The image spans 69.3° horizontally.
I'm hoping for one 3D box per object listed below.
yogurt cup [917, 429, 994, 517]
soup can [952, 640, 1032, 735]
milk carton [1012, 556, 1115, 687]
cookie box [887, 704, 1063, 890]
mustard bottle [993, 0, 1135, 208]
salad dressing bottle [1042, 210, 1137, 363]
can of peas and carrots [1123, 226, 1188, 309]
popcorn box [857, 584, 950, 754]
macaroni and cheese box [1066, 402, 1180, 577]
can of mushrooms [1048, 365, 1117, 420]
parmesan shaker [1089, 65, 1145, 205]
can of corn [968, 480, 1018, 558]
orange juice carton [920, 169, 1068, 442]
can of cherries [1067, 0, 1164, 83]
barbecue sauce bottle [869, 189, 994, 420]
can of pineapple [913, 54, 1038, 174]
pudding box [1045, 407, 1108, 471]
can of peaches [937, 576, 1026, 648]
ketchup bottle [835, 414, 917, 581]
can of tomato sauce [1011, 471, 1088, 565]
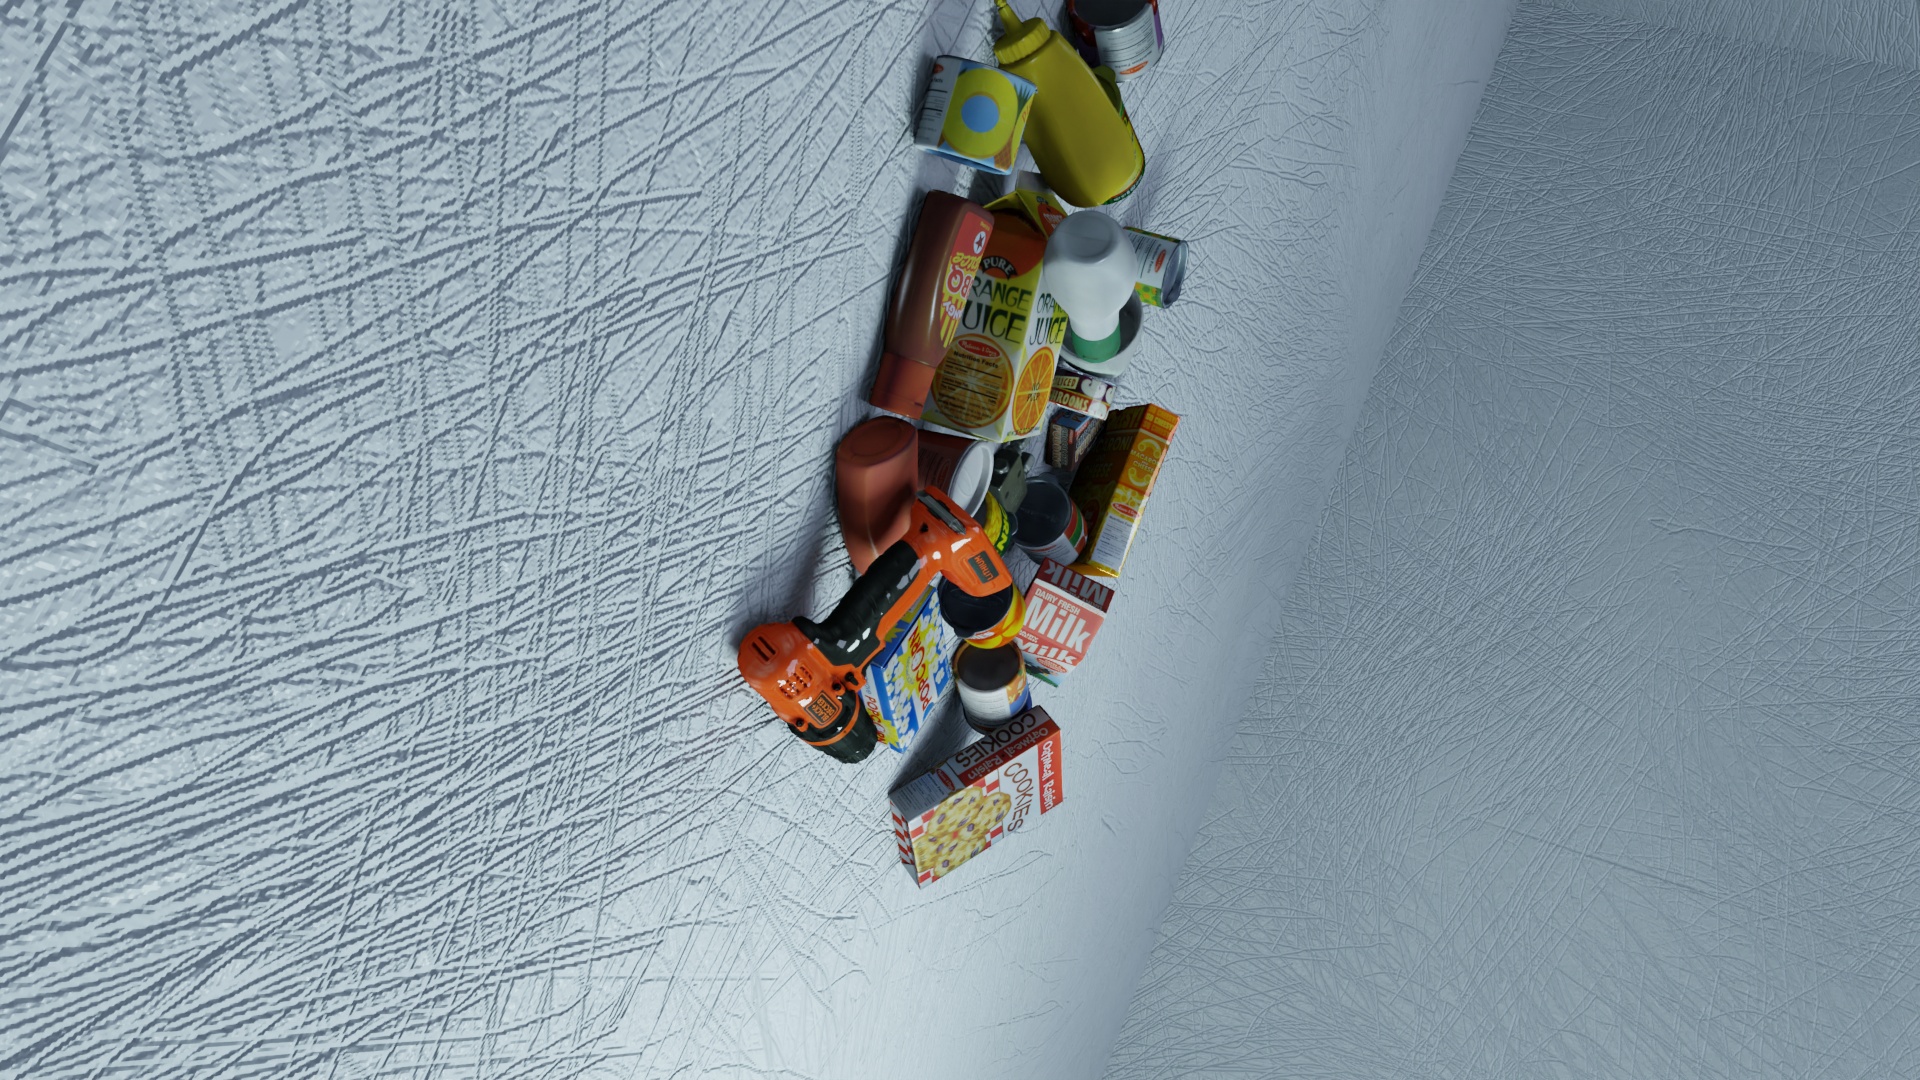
[{"bbox_3d":[-0.014,-0.050,1.033,0.073,0.054,0.072,-50,151,-41],"label":"yogurt cup"},{"bbox_3d":[0.030,0.132,1.287,0.071,0.071,0.083,-59,156,-28],"label":"soup can"},{"bbox_3d":[0.088,0.074,1.287,0.073,0.072,0.190,-63,177,-17],"label":"milk carton"},{"bbox_3d":[0.018,0.237,1.288,0.168,0.040,0.122,-28,141,-20],"label":"cookie box"},{"bbox_3d":[0.064,-0.309,0.962,0.065,0.049,0.159,-47,123,-19],"label":"mustard bottle"},{"bbox_3d":[0.093,-0.174,0.981,0.147,0.064,0.044,70,33,-68],"label":"salad dressing bottle"},{"bbox_3d":[0.177,-0.257,1.315,0.071,0.059,0.070,-52,153,-40],"label":"can of peas and carrots"},{"bbox_3d":[-0.048,0.099,1.103,0.085,0.038,0.126,-57,155,-33],"label":"popcorn box"},{"bbox_3d":[0.145,-0.049,1.359,0.166,0.040,0.123,-68,-164,-7],"label":"macaroni and cheese box"},{"bbox_3d":[0.102,-0.132,1.231,0.071,0.071,0.033,6,104,-68],"label":"can of mushrooms"},{"bbox_3d":[0.104,-0.312,1.074,0.071,0.071,0.103,-69,159,-4],"label":"parmesan shaker"},{"bbox_3d":[0.004,-0.014,1.088,0.071,0.071,0.058,-67,158,-9],"label":"can of corn"},{"bbox_3d":[0.035,-0.174,1.019,0.072,0.073,0.192,-18,124,-62],"label":"orange juice carton"},{"bbox_3d":[0.116,-0.391,1.045,0.071,0.071,0.058,-65,157,-15],"label":"can of cherries"},{"bbox_3d":[-0.022,-0.157,0.936,0.065,0.044,0.148,10,100,-70],"label":"barbecue sauce bottle"},{"bbox_3d":[0.011,-0.269,0.883,0.071,0.071,0.057,-9,117,-66],"label":"can of pineapple"},{"bbox_3d":[0.112,-0.108,1.327,0.084,0.030,0.049,-46,147,-48],"label":"pudding box"},{"bbox_3d":[0.018,0.057,1.189,0.071,0.071,0.058,-66,159,-11],"label":"can of peaches"},{"bbox_3d":[-0.057,-0.012,0.976,0.065,0.043,0.148,-43,147,-40],"label":"ketchup bottle"},{"bbox_3d":[0.078,-0.017,1.273,0.071,0.071,0.083,-67,159,-8],"label":"can of tomato sauce"}]
